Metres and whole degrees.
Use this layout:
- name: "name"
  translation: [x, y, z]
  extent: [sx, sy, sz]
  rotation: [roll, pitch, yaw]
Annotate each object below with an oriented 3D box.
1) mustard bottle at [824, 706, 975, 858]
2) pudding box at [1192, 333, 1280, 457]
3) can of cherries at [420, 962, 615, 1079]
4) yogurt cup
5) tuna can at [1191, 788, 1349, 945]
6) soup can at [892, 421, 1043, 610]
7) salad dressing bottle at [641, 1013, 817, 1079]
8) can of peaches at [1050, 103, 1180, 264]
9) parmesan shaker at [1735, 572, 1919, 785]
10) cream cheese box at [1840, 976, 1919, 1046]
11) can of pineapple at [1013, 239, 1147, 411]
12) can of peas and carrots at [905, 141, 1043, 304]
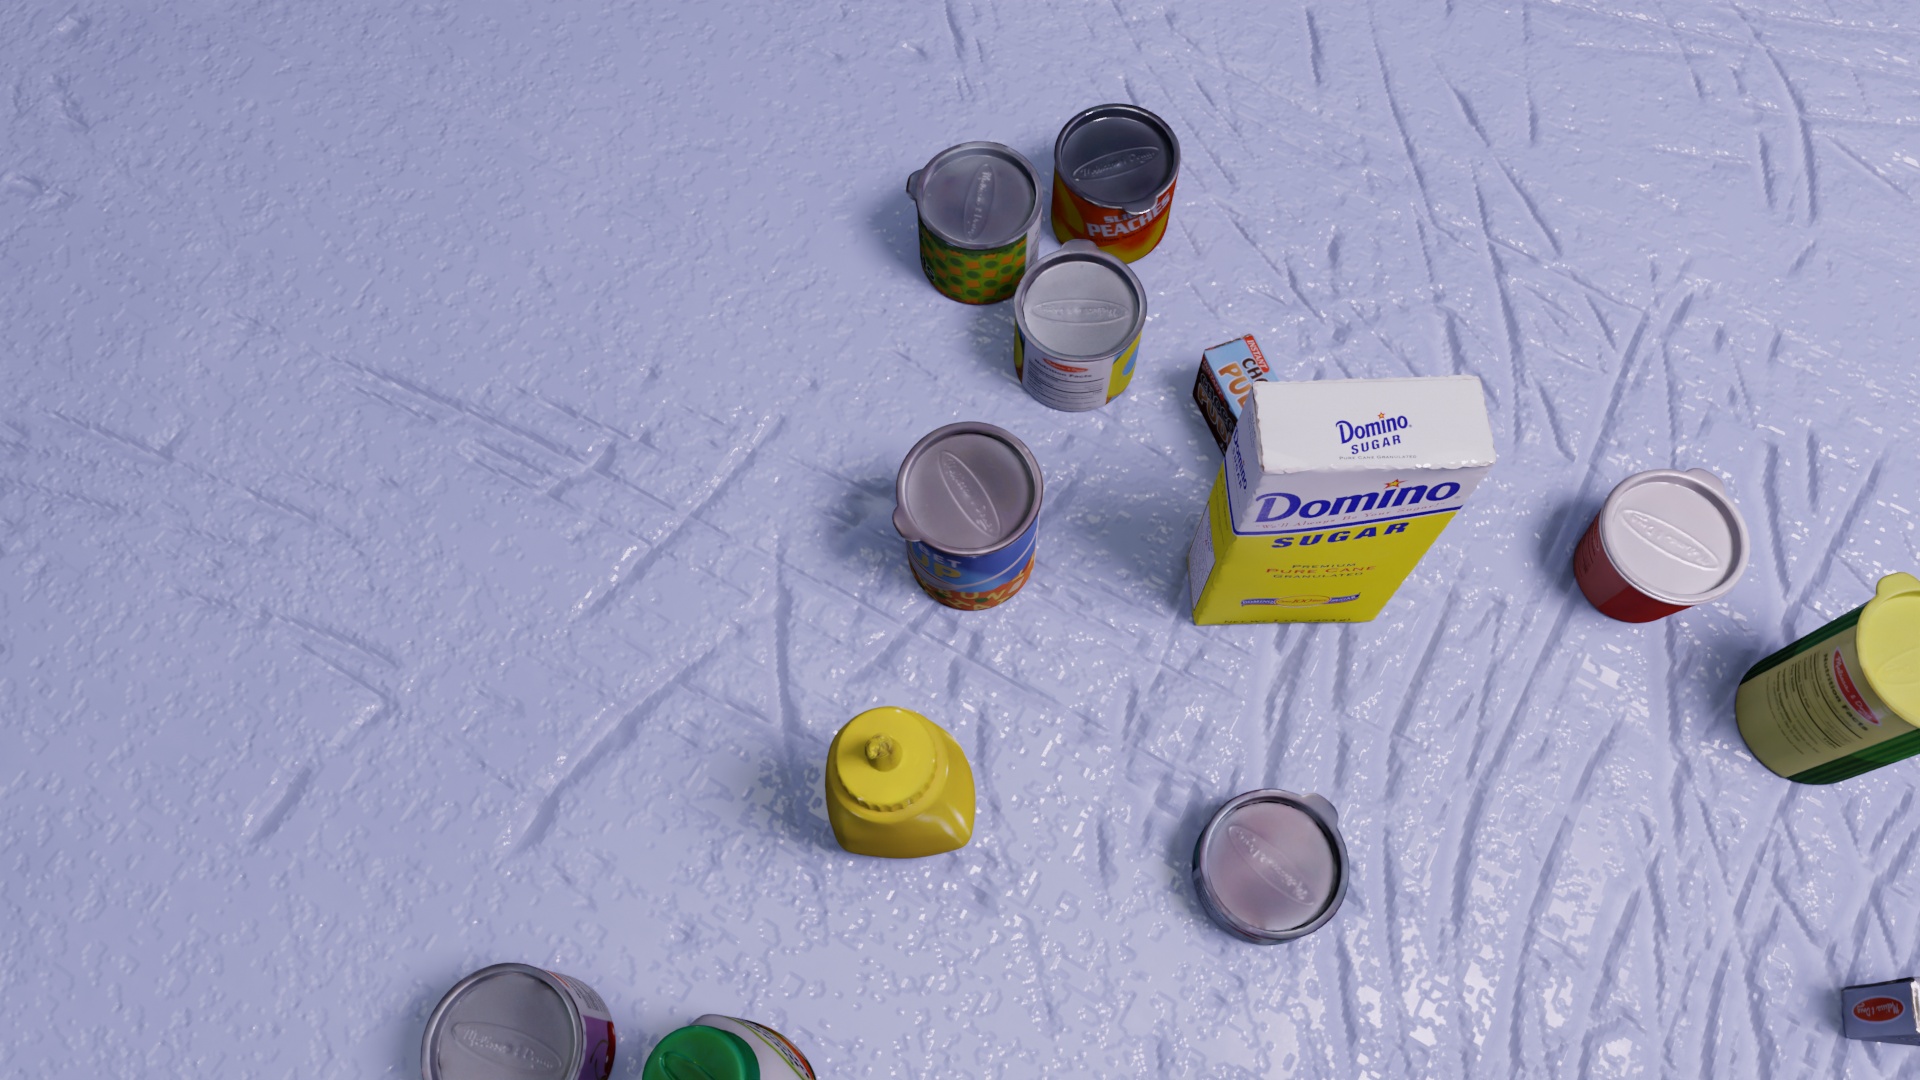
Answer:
- name: "mustard bottle"
  translation: [-0.027, 0.100, 0.579]
  extent: [0.065, 0.159, 0.049]
  rotation: [-3, 69, 0]
- name: "pudding box"
  translation: [0.149, -0.056, 0.698]
  extent: [0.030, 0.049, 0.084]
  rotation: [-20, 70, -7]
- name: "can of cherries"
  translation: [-0.187, 0.218, 0.588]
  extent: [0.071, 0.058, 0.072]
  rotation: [0, 69, 1]
- name: "yogurt cup"
  translation: [0.332, 0.006, 0.668]
  extent: [0.072, 0.053, 0.072]
  rotation: [0, 68, 1]
- name: "tuna can"
  translation: [0.140, 0.146, 0.627]
  extent: [0.071, 0.032, 0.071]
  rotation: [0, 68, 1]
- name: "soup can"
  translation: [0.002, -0.008, 0.662]
  extent: [0.071, 0.083, 0.071]
  rotation: [0, 69, 1]
- name: "salad dressing bottle"
  translation: [-0.090, 0.211, 0.542]
  extent: [0.064, 0.147, 0.044]
  rotation: [34, 73, 13]
- name: "can of peaches"
  translation: [0.083, -0.188, 0.747]
  extent: [0.071, 0.058, 0.071]
  rotation: [0, 69, 1]
- name: "parmesan shaker"
  translation: [0.402, 0.064, 0.618]
  extent: [0.071, 0.102, 0.071]
  rotation: [0, 69, 1]
- name: "cream cheese box"
  translation: [0.441, 0.203, 0.589]
  extent: [0.104, 0.053, 0.024]
  rotation: [5, 69, 3]
- name: "can of pineapple"
  translation: [0.061, -0.109, 0.716]
  extent: [0.071, 0.057, 0.071]
  rotation: [0, 69, 1]
- name: "can of peas and carrots"
  translation: [0.007, -0.168, 0.739]
  extent: [0.071, 0.058, 0.071]
  rotation: [0, 69, 1]
